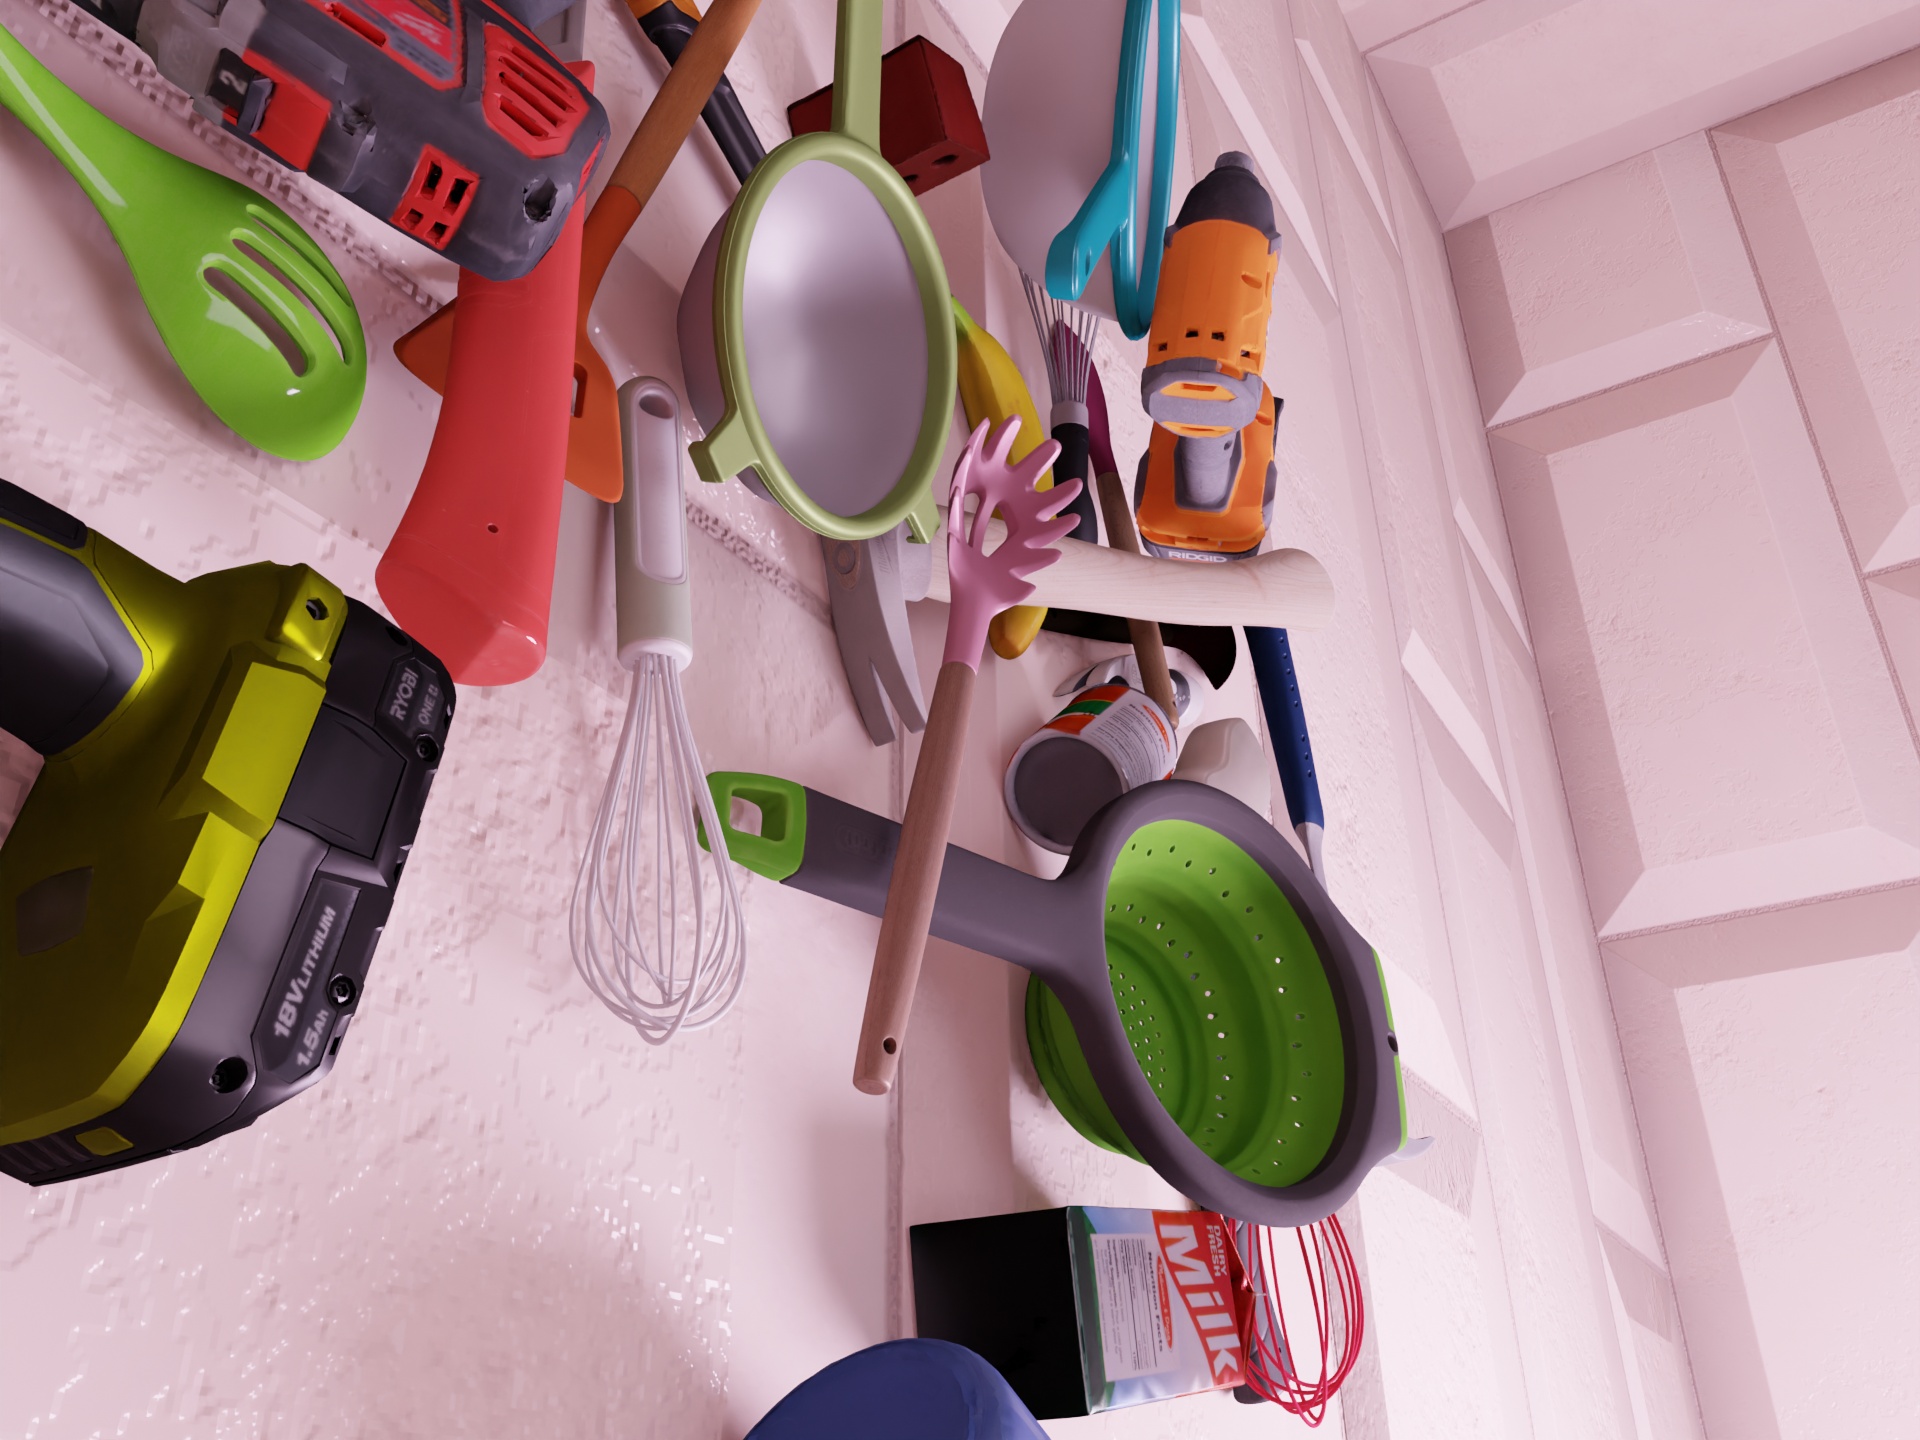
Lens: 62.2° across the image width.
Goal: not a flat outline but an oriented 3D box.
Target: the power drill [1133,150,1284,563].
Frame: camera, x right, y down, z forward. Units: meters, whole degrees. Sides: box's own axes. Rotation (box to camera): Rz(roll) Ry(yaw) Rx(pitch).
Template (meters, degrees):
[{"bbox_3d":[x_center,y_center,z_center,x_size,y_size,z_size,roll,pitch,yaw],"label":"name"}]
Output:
[{"bbox_3d":[0.146,-0.202,0.914,0.226,0.084,0.164,70,29,-67],"label":"power drill"}]

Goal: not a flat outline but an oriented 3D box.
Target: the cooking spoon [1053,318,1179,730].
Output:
[{"bbox_3d":[0.094,-0.126,0.956,0.068,0.017,0.319,41,33,-48],"label":"cooking spoon"}]

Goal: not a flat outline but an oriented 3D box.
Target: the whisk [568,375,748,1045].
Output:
[{"bbox_3d":[-0.101,-0.014,0.525,0.057,0.059,0.247,10,59,-31],"label":"whisk"}]

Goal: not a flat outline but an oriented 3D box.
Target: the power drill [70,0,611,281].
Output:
[{"bbox_3d":[-0.163,-0.248,0.447,0.187,0.080,0.227,31,53,-21],"label":"power drill"}]

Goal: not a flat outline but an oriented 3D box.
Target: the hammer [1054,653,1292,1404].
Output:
[{"bbox_3d":[0.126,0.156,0.876,0.149,0.036,0.409,16,61,-58],"label":"hammer"}]

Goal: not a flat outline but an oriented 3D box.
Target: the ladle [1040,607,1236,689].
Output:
[{"bbox_3d":[0.114,-0.056,0.987,0.315,0.031,0.069,1,75,-61],"label":"ladle"}]

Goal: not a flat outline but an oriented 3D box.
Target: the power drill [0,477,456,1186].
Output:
[{"bbox_3d":[-0.212,-0.008,0.272,0.228,0.080,0.191,44,38,-40],"label":"power drill"}]

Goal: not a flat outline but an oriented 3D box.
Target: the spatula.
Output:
[{"bbox_3d":[-0.110,-0.209,0.581,0.081,0.041,0.323,35,54,-25],"label":"spatula"}]

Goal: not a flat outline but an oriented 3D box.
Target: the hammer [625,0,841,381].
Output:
[{"bbox_3d":[-0.125,-0.309,0.657,0.336,0.034,0.127,59,31,-26],"label":"hammer"}]

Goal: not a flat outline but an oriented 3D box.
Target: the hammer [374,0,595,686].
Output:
[{"bbox_3d":[-0.128,-0.174,0.508,0.149,0.036,0.359,15,58,-33],"label":"hammer"}]

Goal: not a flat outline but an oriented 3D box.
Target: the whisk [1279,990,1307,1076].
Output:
[{"bbox_3d":[0.222,0.216,0.988,0.238,0.055,0.055,50,35,-49],"label":"whisk"}]

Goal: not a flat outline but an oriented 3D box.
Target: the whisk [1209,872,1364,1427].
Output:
[{"bbox_3d":[0.152,0.203,0.810,0.073,0.073,0.296,45,33,-44],"label":"whisk"}]

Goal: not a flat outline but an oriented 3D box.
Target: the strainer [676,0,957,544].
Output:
[{"bbox_3d":[-0.064,-0.198,0.619,0.151,0.069,0.256,7,85,-59],"label":"strainer"}]

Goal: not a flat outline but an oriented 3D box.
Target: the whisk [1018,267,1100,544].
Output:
[{"bbox_3d":[0.064,-0.207,0.948,0.070,0.070,0.285,33,51,-53],"label":"whisk"}]

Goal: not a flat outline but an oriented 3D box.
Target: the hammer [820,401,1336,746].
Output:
[{"bbox_3d":[0.086,-0.062,0.824,0.410,0.038,0.146,0,76,-49],"label":"hammer"}]

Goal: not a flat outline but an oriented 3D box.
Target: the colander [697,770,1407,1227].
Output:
[{"bbox_3d":[0.036,0.110,0.691,0.396,0.094,0.205,24,51,-35],"label":"colander"}]

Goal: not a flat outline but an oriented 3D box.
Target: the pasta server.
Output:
[{"bbox_3d":[-0.001,-0.002,0.619,0.060,0.040,0.316,30,47,-21],"label":"pasta server"}]

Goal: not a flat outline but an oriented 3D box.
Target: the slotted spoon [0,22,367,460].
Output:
[{"bbox_3d":[-0.248,-0.176,0.354,0.313,0.031,0.070,47,37,-39],"label":"slotted spoon"}]

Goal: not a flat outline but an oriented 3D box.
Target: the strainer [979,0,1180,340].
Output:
[{"bbox_3d":[0.047,-0.279,0.801,0.341,0.095,0.210,-67,160,-54],"label":"strainer"}]

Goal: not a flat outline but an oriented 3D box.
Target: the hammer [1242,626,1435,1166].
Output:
[{"bbox_3d":[0.224,0.083,1.007,0.143,0.035,0.406,42,35,-47],"label":"hammer"}]
